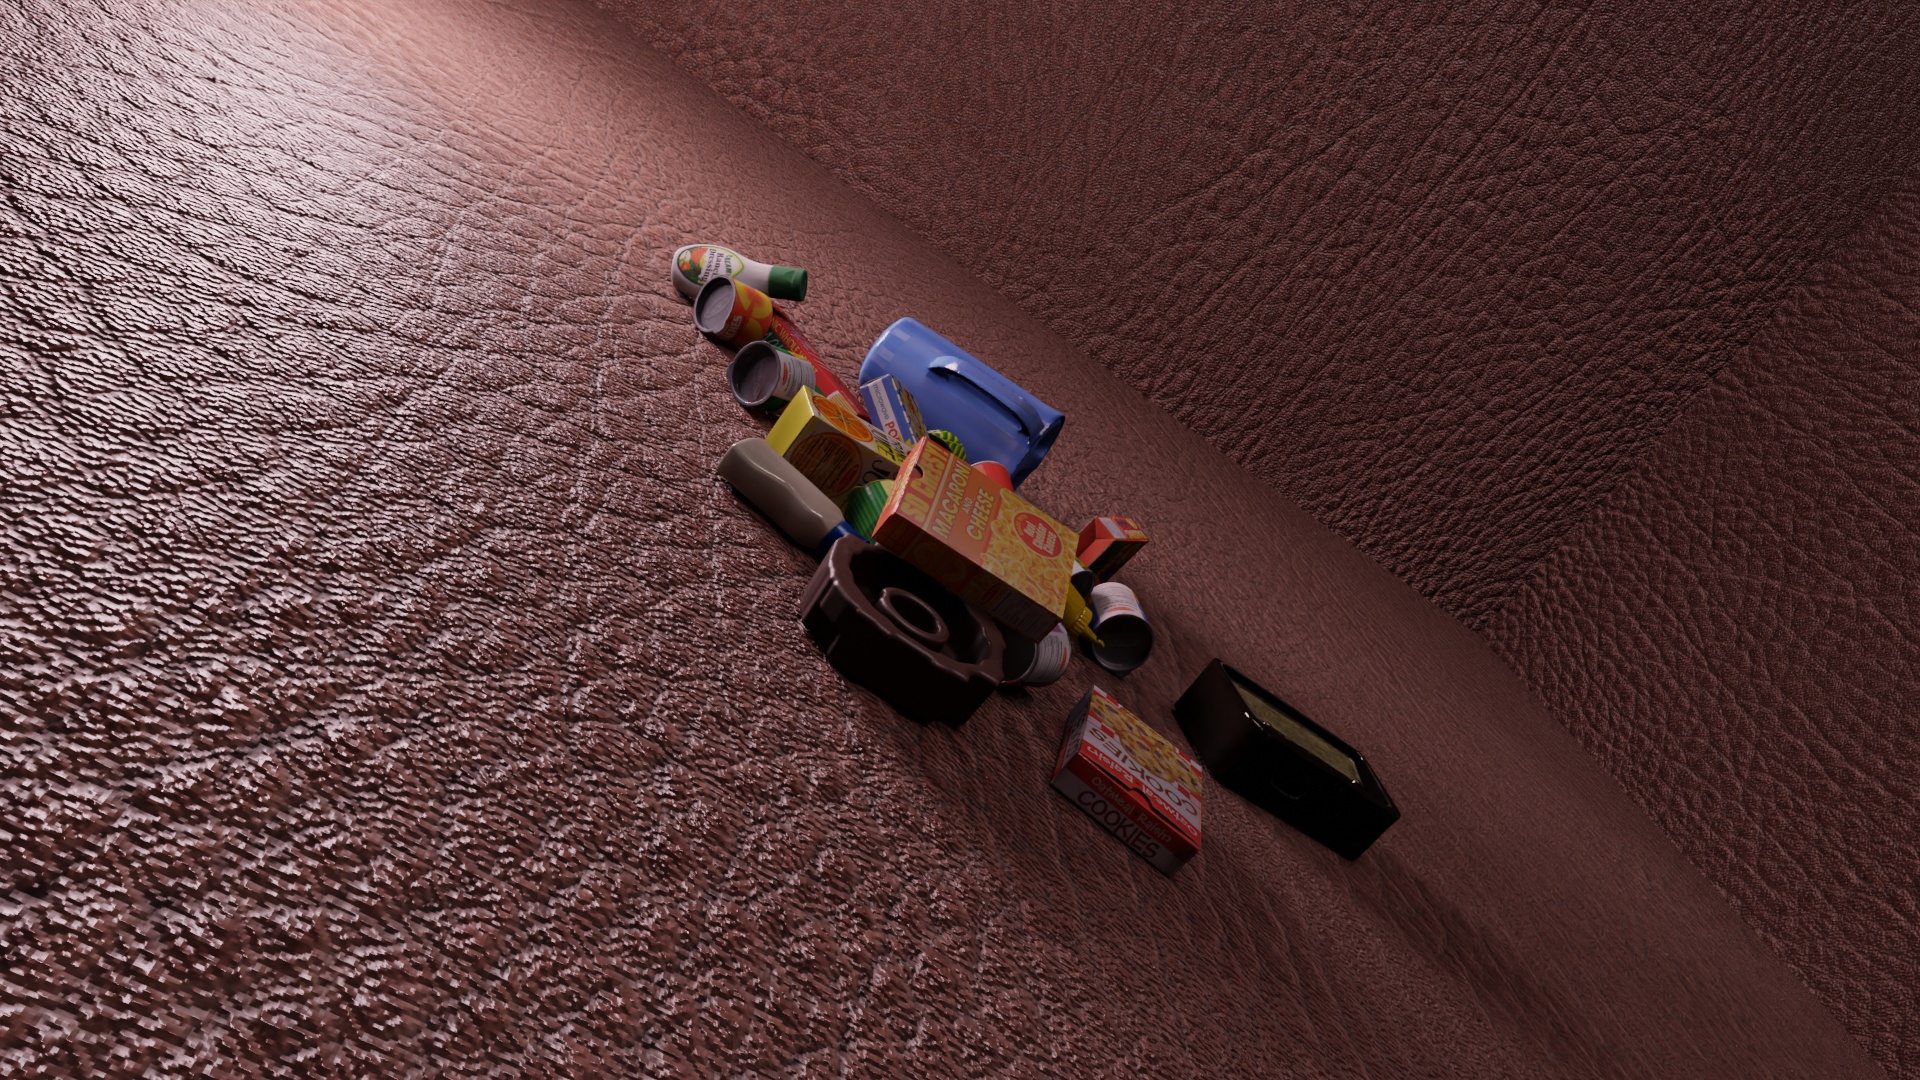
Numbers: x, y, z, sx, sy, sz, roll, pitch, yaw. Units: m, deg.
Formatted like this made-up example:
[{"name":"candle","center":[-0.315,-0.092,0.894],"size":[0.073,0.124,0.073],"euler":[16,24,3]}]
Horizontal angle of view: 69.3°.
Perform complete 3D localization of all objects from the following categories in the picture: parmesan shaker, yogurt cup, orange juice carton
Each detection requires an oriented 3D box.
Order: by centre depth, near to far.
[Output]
[{"name":"parmesan shaker","center":[-0.059,-0.001,1.226],"size":[0.071,0.071,0.103],"euler":[27,20,-35]},{"name":"orange juice carton","center":[-0.086,-0.061,1.322],"size":[0.192,0.073,0.072],"euler":[29,18,-28]},{"name":"yogurt cup","center":[0.031,-0.047,1.557],"size":[0.072,0.072,0.054],"euler":[25,28,-39]}]

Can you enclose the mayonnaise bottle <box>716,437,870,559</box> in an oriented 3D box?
[{"name":"mayonnaise bottle","center":[-0.137,-0.027,1.180],"size":[0.148,0.041,0.065],"euler":[42,18,10]}]

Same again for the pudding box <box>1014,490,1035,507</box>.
[{"name":"pudding box","center":[0.060,-0.033,1.637],"size":[0.050,0.030,0.084],"euler":[43,17,15]}]

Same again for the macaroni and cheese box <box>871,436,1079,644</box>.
[{"name":"macaroni and cheese box","center":[0.017,-0.003,1.174],"size":[0.166,0.040,0.124],"euler":[33,35,-11]}]

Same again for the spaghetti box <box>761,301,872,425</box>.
[{"name":"spaghetti box","center":[-0.172,-0.183,1.517],"size":[0.028,0.050,0.251],"euler":[22,22,-48]}]

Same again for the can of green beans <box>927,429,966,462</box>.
[{"name":"can of green beans","center":[-0.032,-0.087,1.524],"size":[0.071,0.071,0.058],"euler":[39,15,5]}]

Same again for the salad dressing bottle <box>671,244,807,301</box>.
[{"name":"salad dressing bottle","center":[-0.247,-0.296,1.560],"size":[0.148,0.064,0.043],"euler":[8,-23,3]}]

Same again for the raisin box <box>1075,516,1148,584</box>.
[{"name":"raisin box","center":[0.160,0.014,1.618],"size":[0.040,0.086,0.123],"euler":[50,19,18]}]

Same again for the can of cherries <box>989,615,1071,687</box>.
[{"name":"can of cherries","center":[0.051,0.094,1.207],"size":[0.071,0.071,0.058],"euler":[46,18,27]}]

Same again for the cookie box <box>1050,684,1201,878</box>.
[{"name":"cookie box","center":[0.143,0.196,1.161],"size":[0.123,0.040,0.168],"euler":[38,16,0]}]

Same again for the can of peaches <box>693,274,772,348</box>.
[{"name":"can of peaches","center":[-0.246,-0.246,1.508],"size":[0.058,0.071,0.071],"euler":[20,24,-49]}]

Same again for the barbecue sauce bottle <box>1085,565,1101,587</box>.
[{"name":"barbecue sauce bottle","center":[0.117,0.039,1.536],"size":[0.149,0.043,0.065],"euler":[41,20,11]}]

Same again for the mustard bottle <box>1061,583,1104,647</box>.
[{"name":"mustard bottle","center":[0.082,0.056,1.385],"size":[0.160,0.065,0.049],"euler":[41,20,-10]}]

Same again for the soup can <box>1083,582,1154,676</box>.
[{"name":"soup can","center":[0.162,0.092,1.451],"size":[0.071,0.071,0.084],"euler":[33,15,-15]}]

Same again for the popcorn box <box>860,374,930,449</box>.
[{"name":"popcorn box","center":[-0.056,-0.101,1.444],"size":[0.085,0.038,0.127],"euler":[40,28,-70]}]

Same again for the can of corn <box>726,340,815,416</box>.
[{"name":"can of corn","center":[-0.190,-0.162,1.396],"size":[0.071,0.071,0.058],"euler":[47,17,29]}]

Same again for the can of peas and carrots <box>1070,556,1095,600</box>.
[{"name":"can of peas and carrots","center":[0.098,0.041,1.454],"size":[0.059,0.070,0.071],"euler":[47,18,32]}]
